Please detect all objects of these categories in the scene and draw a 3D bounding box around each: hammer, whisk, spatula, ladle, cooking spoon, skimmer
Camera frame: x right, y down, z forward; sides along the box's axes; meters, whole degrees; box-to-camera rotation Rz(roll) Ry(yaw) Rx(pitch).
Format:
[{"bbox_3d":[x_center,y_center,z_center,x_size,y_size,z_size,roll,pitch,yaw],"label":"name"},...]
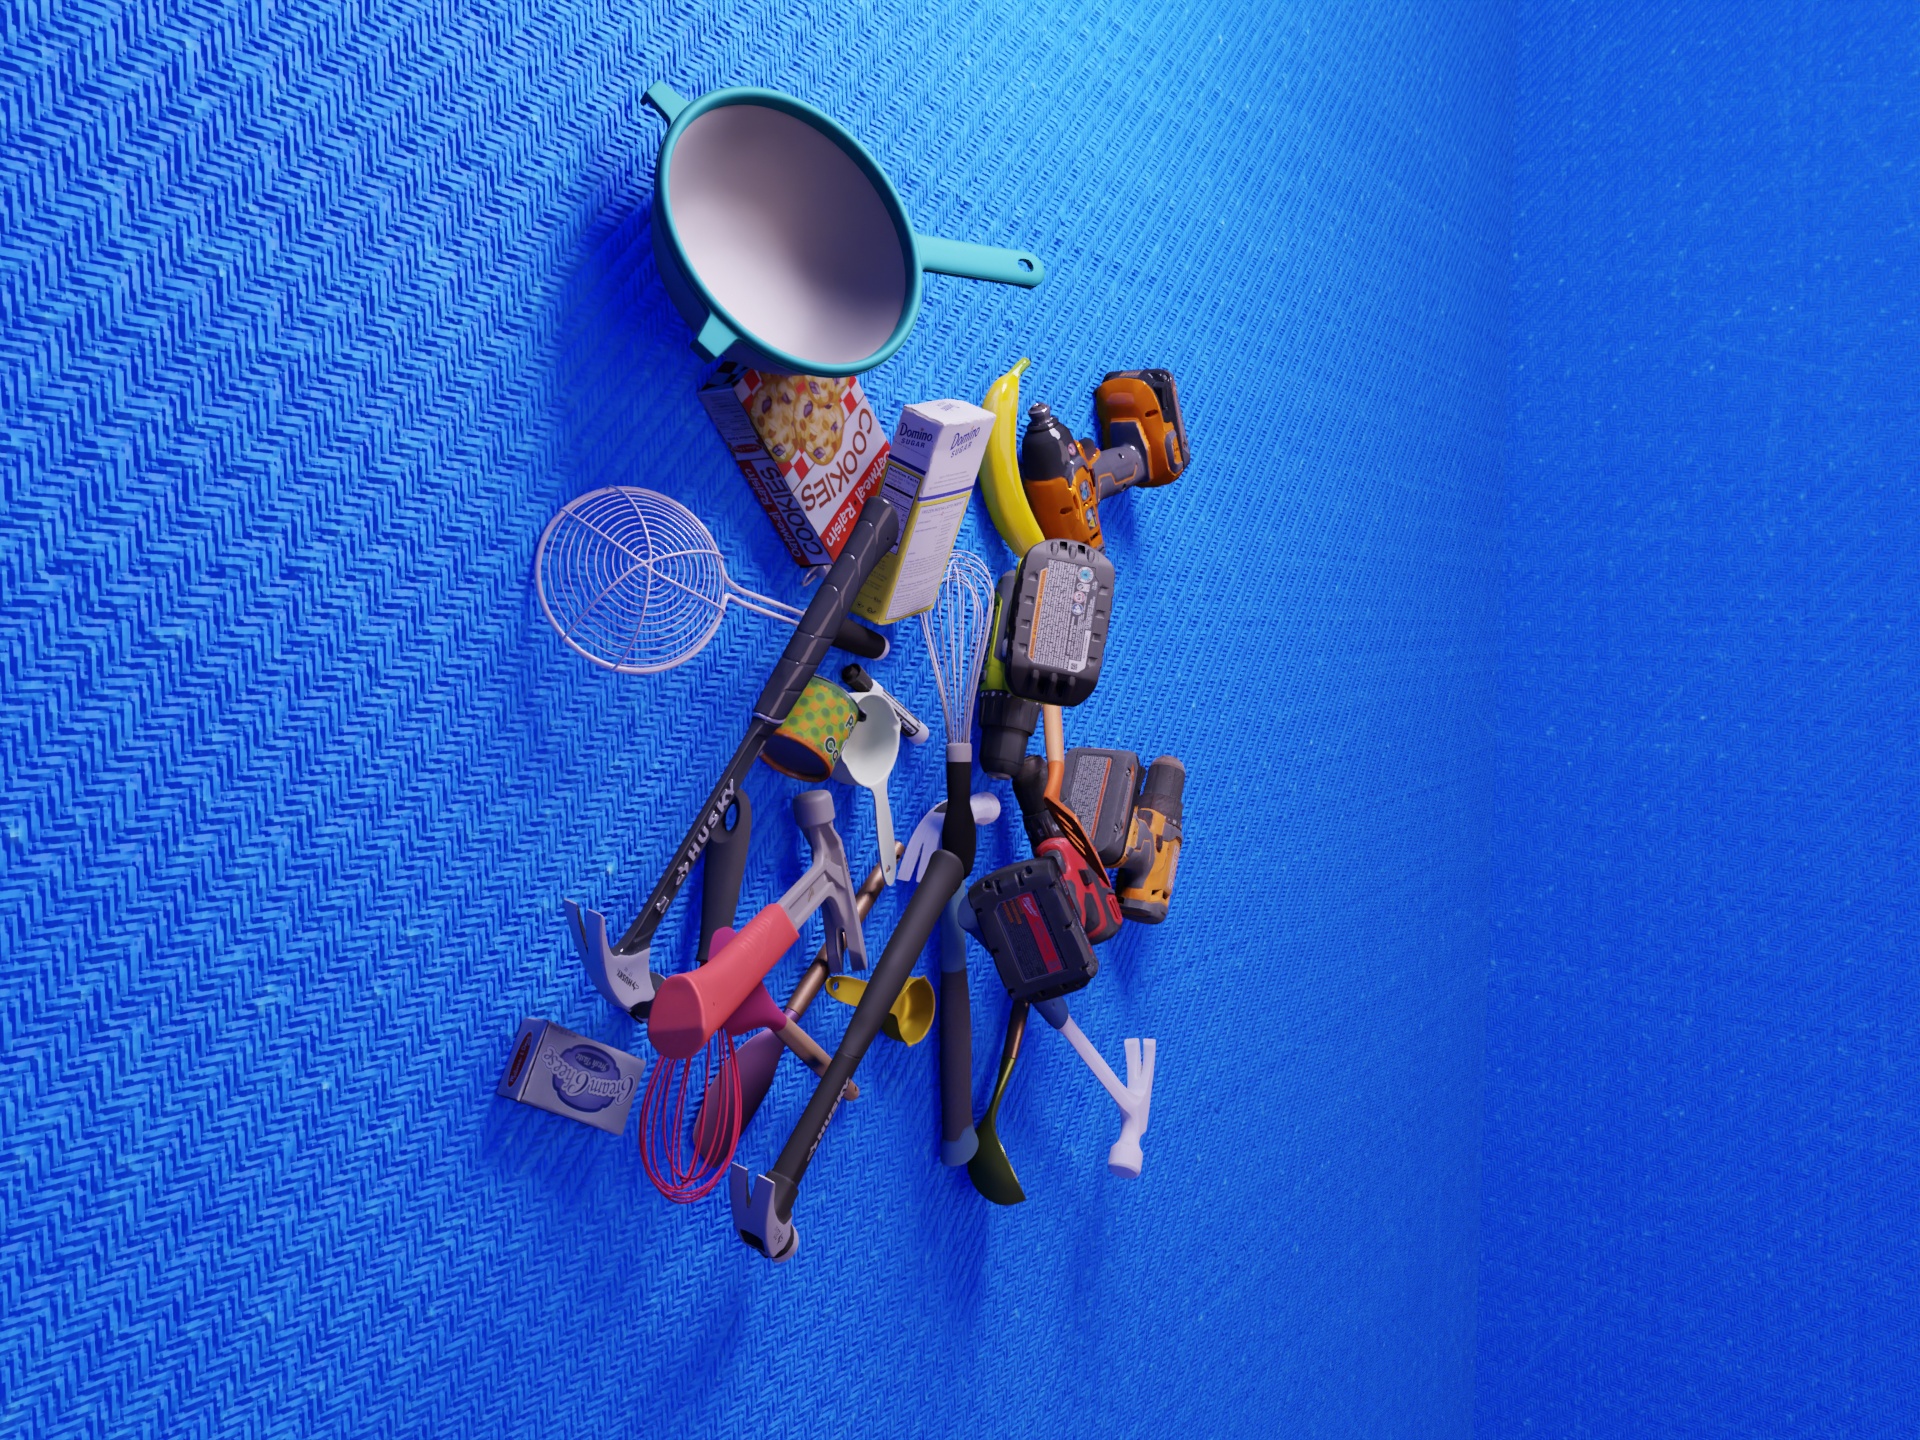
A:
[{"bbox_3d":[-0.081,0.244,1.221,0.335,0.035,0.146,-62,162,-26],"label":"hammer"},{"bbox_3d":[-0.146,0.010,1.114,0.409,0.036,0.149,-62,156,-21],"label":"hammer"},{"bbox_3d":[-0.181,0.192,1.137,0.073,0.073,0.296,26,65,-55],"label":"whisk"},{"bbox_3d":[0.100,0.285,1.524,0.405,0.035,0.144,55,39,-41],"label":"hammer"},{"bbox_3d":[0.094,0.025,1.435,0.323,0.041,0.081,-90,156,-54],"label":"spatula"},{"bbox_3d":[-0.131,0.159,1.093,0.359,0.037,0.149,-47,127,-75],"label":"hammer"},{"bbox_3d":[-0.005,0.236,1.433,0.128,0.033,0.331,-12,103,-57],"label":"hammer"},{"bbox_3d":[-0.122,0.212,1.264,0.316,0.018,0.059,-56,137,-37],"label":"spatula"},{"bbox_3d":[0.065,0.301,1.527,0.078,0.062,0.320,81,21,-66],"label":"ladle"},{"bbox_3d":[-0.128,0.234,1.192,0.318,0.017,0.069,64,26,-57],"label":"cooking spoon"},{"bbox_3d":[-0.164,-0.079,1.166,0.363,0.090,0.127,17,68,-67],"label":"skimmer"},{"bbox_3d":[-0.001,-0.004,1.369,0.070,0.070,0.284,0,88,-57],"label":"whisk"}]

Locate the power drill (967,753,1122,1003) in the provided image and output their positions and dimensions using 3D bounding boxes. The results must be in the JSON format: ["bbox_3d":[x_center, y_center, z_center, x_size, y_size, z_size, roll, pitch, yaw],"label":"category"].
[{"bbox_3d":[0.076,0.137,1.423,0.188,0.080,0.227,68,17,-5],"label":"power drill"}]

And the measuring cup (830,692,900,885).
[{"bbox_3d":[-0.080,0.057,1.300,0.083,0.038,0.167,-33,121,-51],"label":"measuring cup"}]

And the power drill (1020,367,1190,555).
[{"bbox_3d":[0.137,-0.267,1.571,0.226,0.084,0.164,-45,128,-41],"label":"power drill"}]

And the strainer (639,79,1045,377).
[{"bbox_3d":[-0.088,-0.327,1.151,0.340,0.095,0.211,-6,79,-41],"label":"strainer"}]

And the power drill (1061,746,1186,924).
[{"bbox_3d":[0.177,0.097,1.664,0.226,0.084,0.185,42,58,-55],"label":"power drill"}]

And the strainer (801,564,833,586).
[{"bbox_3d":[-0.057,-0.190,1.312,0.258,0.050,0.086,-51,174,-35],"label":"strainer"}]

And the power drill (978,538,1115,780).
[{"bbox_3d":[0.063,-0.052,1.386,0.228,0.080,0.191,136,-35,-77],"label":"power drill"}]

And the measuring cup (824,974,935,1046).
[{"bbox_3d":[-0.074,0.233,1.332,0.156,0.029,0.062,31,67,-52],"label":"measuring cup"}]
